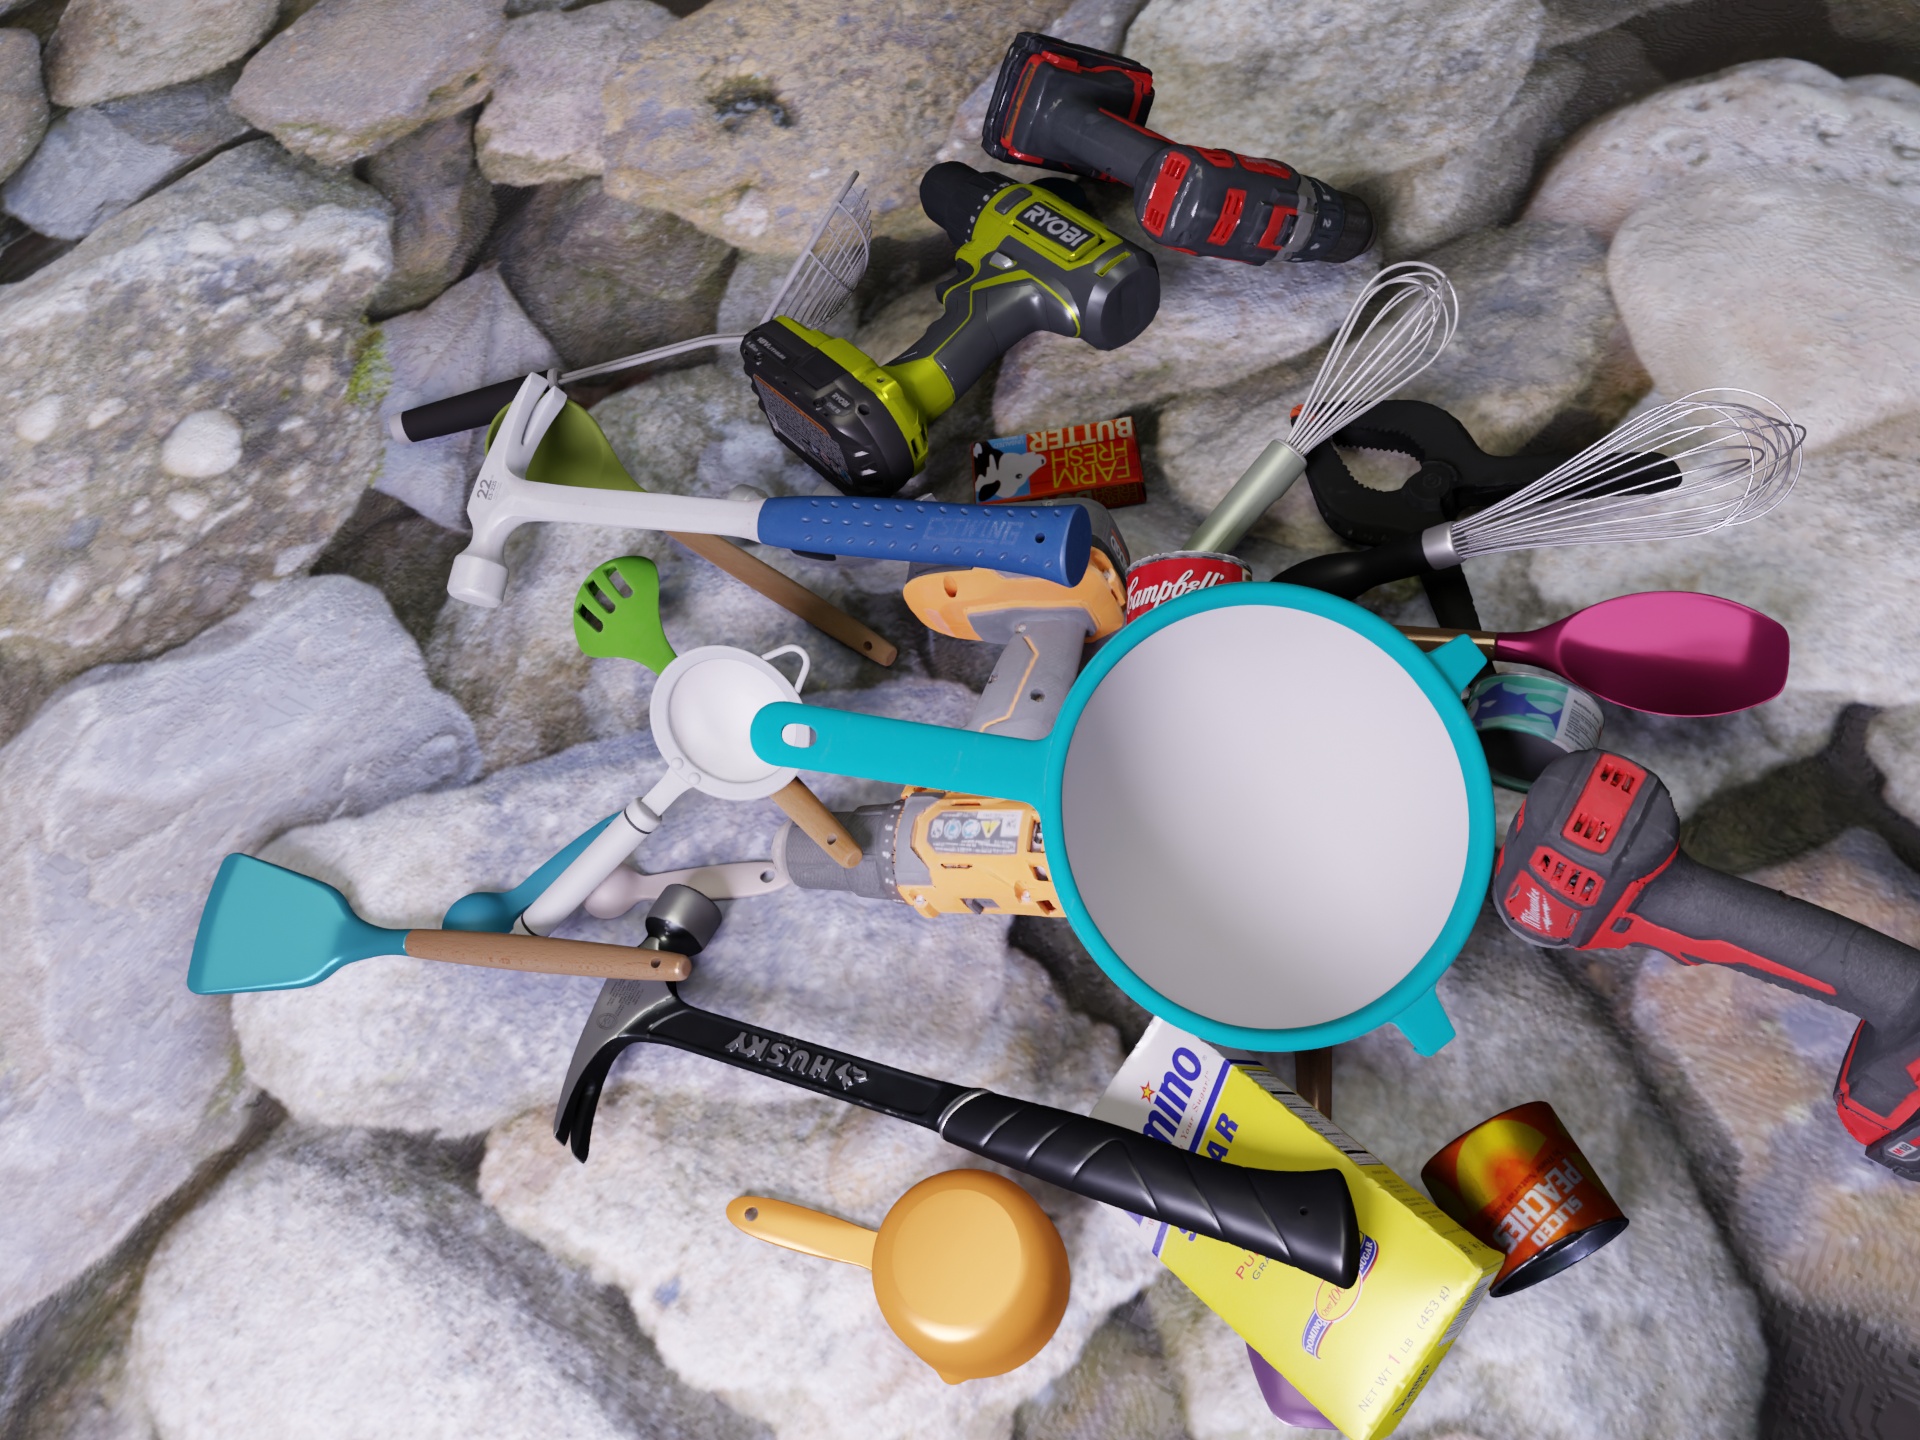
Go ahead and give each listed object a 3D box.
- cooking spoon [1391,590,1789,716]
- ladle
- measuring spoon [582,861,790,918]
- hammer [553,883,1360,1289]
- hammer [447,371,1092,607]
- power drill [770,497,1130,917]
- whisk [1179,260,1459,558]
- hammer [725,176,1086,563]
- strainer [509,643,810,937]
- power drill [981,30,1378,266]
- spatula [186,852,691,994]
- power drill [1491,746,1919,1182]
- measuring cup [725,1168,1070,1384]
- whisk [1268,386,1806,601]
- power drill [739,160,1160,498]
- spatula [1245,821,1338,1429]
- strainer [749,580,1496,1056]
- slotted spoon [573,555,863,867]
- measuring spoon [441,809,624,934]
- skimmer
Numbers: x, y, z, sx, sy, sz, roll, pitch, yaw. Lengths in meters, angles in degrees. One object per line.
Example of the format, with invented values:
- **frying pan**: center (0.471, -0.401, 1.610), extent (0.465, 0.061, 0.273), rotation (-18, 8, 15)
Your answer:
- **cooking spoon**: center (0.254, -0.040, 0.830), extent (0.319, 0.017, 0.069), rotation (5, 67, 27)
- **ladle**: center (-0.170, -0.113, 0.983), extent (0.320, 0.062, 0.078), rotation (32, 108, 24)
- **measuring spoon**: center (-0.153, 0.088, 0.878), extent (0.124, 0.018, 0.034), rotation (-5, 58, 9)
- **hammer**: center (-0.016, 0.179, 0.728), extent (0.409, 0.036, 0.149), rotation (10, 55, 31)
- **hammer**: center (-0.118, -0.119, 0.897), extent (0.406, 0.035, 0.144), rotation (8, 80, 27)
- **power drill**: center (-0.001, -0.003, 0.863), extent (0.185, 0.084, 0.226), rotation (-2, 64, 22)
- **whisk**: center (0.192, -0.157, 0.898), extent (0.059, 0.058, 0.246), rotation (39, 94, -11)
- **hammer**: center (-0.014, -0.233, 1.030), extent (0.128, 0.033, 0.331), rotation (22, 67, 25)
- **strainer**: center (-0.164, 0.043, 0.846), extent (0.087, 0.050, 0.258), rotation (44, 107, -7)
- **power drill**: center (0.141, -0.352, 1.010), extent (0.187, 0.080, 0.227), rotation (-6, 38, -39)
- **spatula**: center (-0.283, 0.121, 0.855), extent (0.317, 0.044, 0.082), rotation (0, 70, 26)
- **power drill**: center (0.339, 0.102, 0.689), extent (0.220, 0.143, 0.078), rotation (28, 68, 19)
- **measuring cup**: center (-0.037, 0.242, 0.736), extent (0.174, 0.052, 0.095), rotation (10, 62, 16)
- **whisk**: center (0.277, -0.099, 0.808), extent (0.284, 0.070, 0.070), rotation (-16, 51, 41)
- **power drill**: center (-0.018, -0.250, 0.978), extent (0.228, 0.080, 0.191), rotation (-39, 57, -14)
- **spatula**: center (0.166, 0.165, 0.756), extent (0.060, 0.018, 0.316), rotation (-2, 60, 15)
- **strainer**: center (0.071, 0.037, 0.744), extent (0.340, 0.095, 0.211), rotation (9, 80, -6)
- **slotted spoon**: center (-0.144, -0.011, 0.897), extent (0.070, 0.031, 0.314), rotation (-51, 51, 3)
- **measuring spoon**: center (-0.239, 0.087, 0.896), extent (0.128, 0.021, 0.042), rotation (-37, 59, -8)
- **skimmer**: center (-0.227, -0.273, 1.071), extent (0.363, 0.090, 0.127), rotation (-14, 25, 8)
